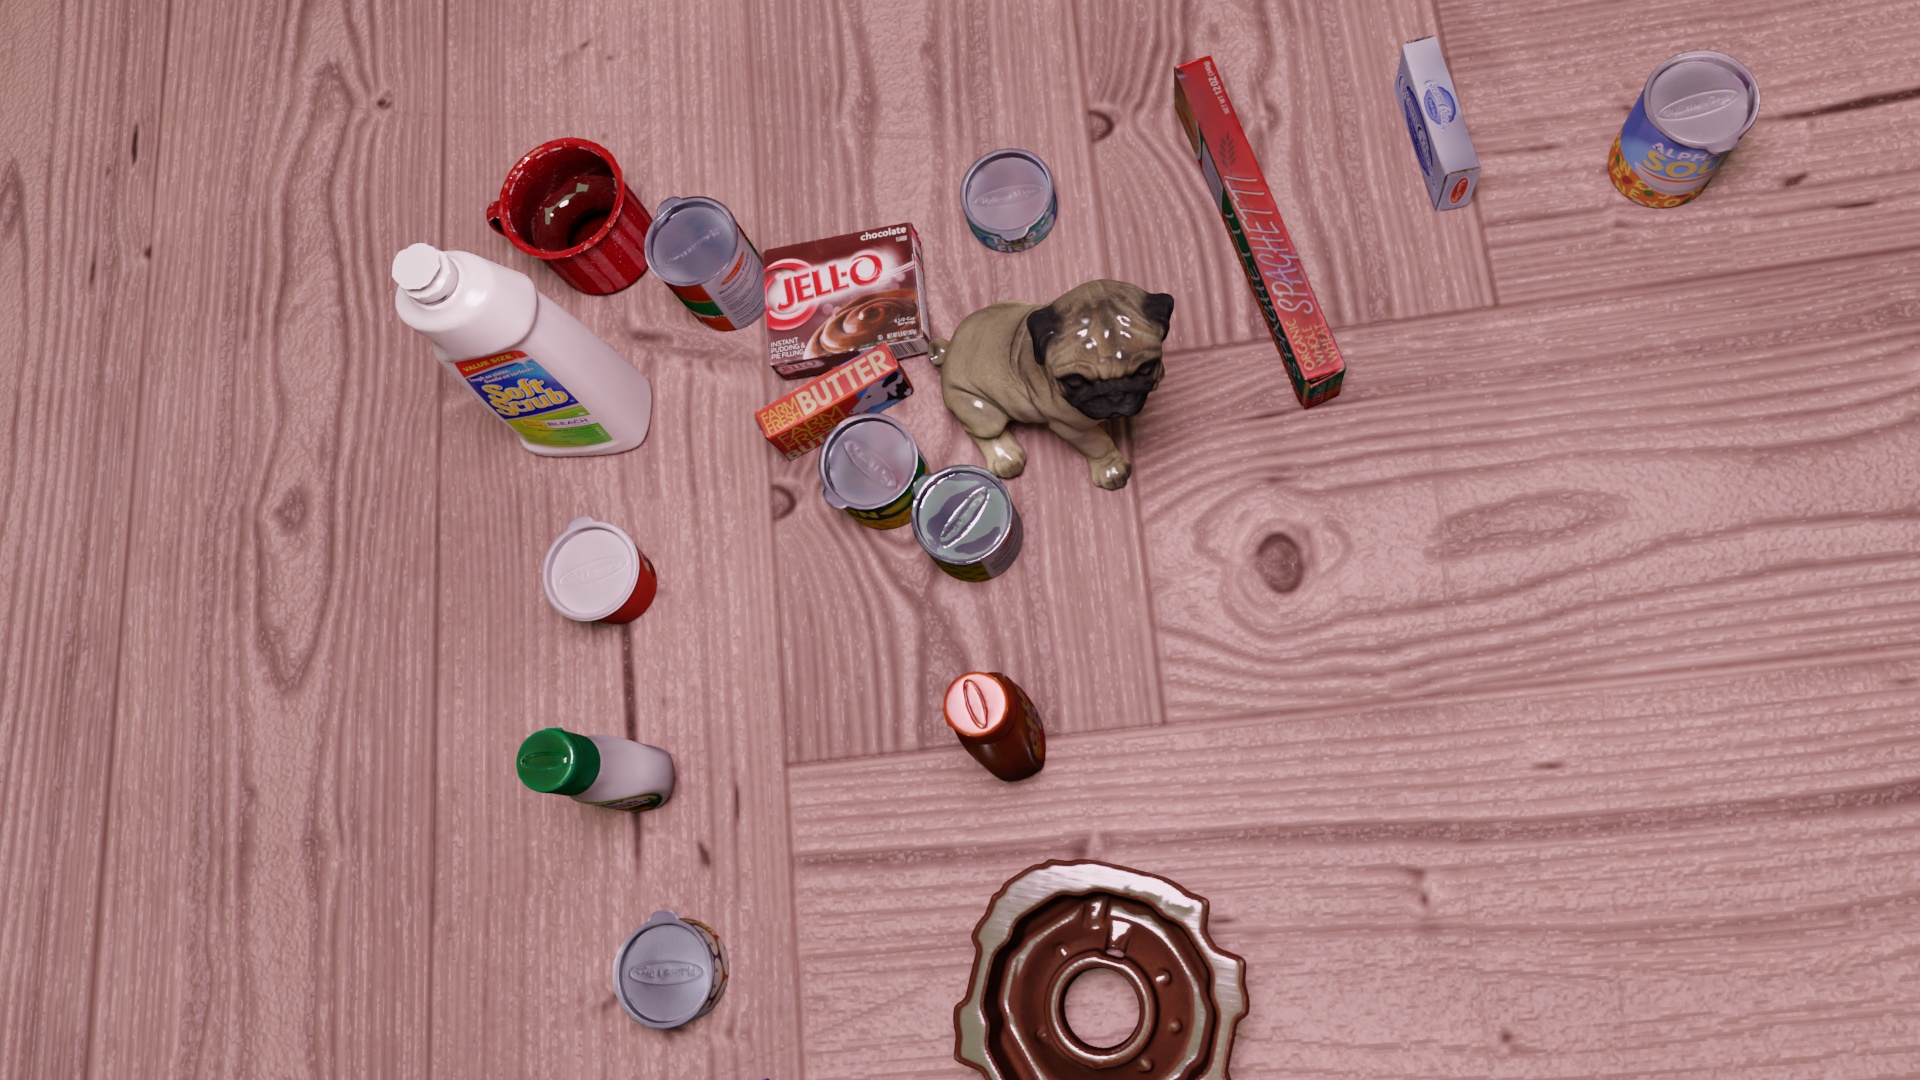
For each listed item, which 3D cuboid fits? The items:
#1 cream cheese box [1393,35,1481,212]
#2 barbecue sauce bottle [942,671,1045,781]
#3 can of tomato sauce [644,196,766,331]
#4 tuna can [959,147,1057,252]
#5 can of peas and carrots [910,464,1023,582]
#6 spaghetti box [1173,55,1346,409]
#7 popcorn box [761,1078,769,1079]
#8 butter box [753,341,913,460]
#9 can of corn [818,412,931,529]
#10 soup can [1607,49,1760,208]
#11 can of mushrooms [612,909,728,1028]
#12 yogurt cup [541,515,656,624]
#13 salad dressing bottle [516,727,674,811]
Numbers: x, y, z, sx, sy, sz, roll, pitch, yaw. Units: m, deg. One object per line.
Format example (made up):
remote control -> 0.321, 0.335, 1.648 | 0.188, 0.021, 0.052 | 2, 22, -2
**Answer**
cream cheese box -> 0.317, -0.277, 0.927 | 0.024, 0.053, 0.104 | -13, 74, 6
barbecue sauce bottle -> 0.020, 0.107, 0.828 | 0.043, 0.148, 0.065 | -20, 73, 5
can of tomato sauce -> -0.176, -0.193, 0.975 | 0.071, 0.083, 0.071 | -2, 75, 9
tuna can -> 0.035, -0.236, 0.976 | 0.071, 0.032, 0.071 | -2, 75, 9
can of peas and carrots -> 0.003, -0.011, 0.909 | 0.071, 0.058, 0.071 | -2, 75, 9
spaghetti box -> 0.198, -0.208, 0.931 | 0.029, 0.050, 0.250 | -20, 73, 5
popcorn box -> -0.117, 0.386, 0.811 | 0.038, 0.085, 0.127 | -27, 73, 3
butter box -> -0.085, -0.094, 0.949 | 0.103, 0.053, 0.024 | -28, 73, 2
can of corn -> -0.057, -0.043, 0.928 | 0.071, 0.058, 0.071 | -2, 75, 9
soup can -> 0.457, -0.256, 0.882 | 0.071, 0.083, 0.071 | -2, 75, 9
can of mushrooms -> -0.182, 0.270, 0.879 | 0.071, 0.033, 0.071 | -2, 75, 9
yogurt cup -> -0.242, 0.026, 0.944 | 0.072, 0.054, 0.072 | -2, 75, 9
salad dressing bottle -> -0.225, 0.142, 0.861 | 0.064, 0.147, 0.044 | -4, 75, 9
